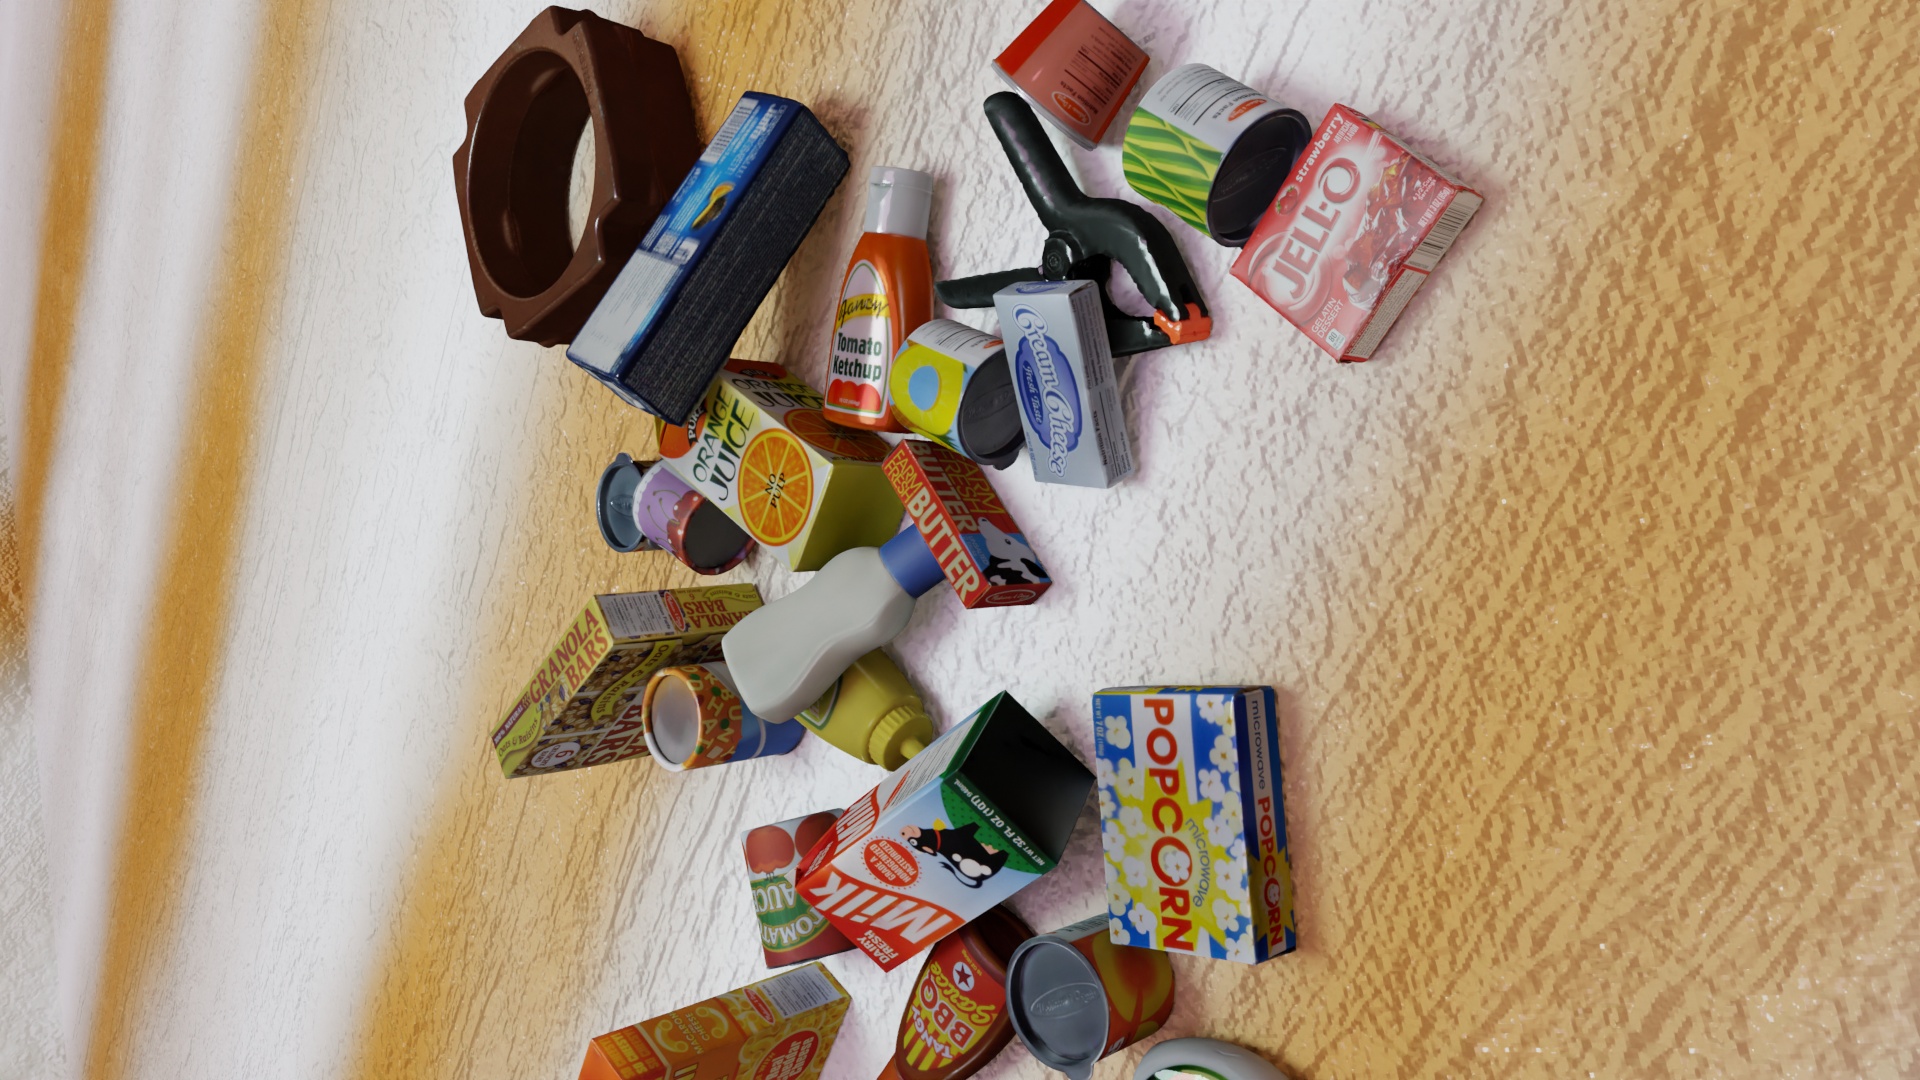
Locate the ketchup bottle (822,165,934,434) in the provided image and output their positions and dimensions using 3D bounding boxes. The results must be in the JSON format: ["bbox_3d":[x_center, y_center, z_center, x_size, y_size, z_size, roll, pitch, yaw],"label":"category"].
[{"bbox_3d":[-0.042,-0.138,0.803,0.065,0.043,0.148,15,101,40],"label":"ketchup bottle"}]

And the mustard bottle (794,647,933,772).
[{"bbox_3d":[-0.062,0.093,0.824,0.160,0.049,0.065,34,111,37],"label":"mustard bottle"}]

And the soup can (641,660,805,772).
[{"bbox_3d":[-0.149,0.107,0.883,0.071,0.084,0.071,1,92,43],"label":"soup can"}]

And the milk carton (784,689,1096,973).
[{"bbox_3d":[-0.021,0.168,0.756,0.072,0.074,0.189,45,126,-6],"label":"milk carton"}]

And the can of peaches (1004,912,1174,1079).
[{"bbox_3d":[0.066,0.229,0.702,0.071,0.058,0.071,2,93,43],"label":"can of peaches"}]

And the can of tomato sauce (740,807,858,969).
[{"bbox_3d":[-0.095,0.211,0.845,0.071,0.071,0.083,-24,75,41],"label":"can of tomato sauce"}]

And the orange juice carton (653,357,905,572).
[{"bbox_3d":[-0.120,-0.059,0.859,0.193,0.072,0.072,37,115,36],"label":"orange juice carton"}]

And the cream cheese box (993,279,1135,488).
[{"bbox_3d":[0.053,-0.079,0.702,0.053,0.024,0.103,8,119,46],"label":"cream cheese box"}]

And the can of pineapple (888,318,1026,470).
[{"bbox_3d":[0.003,-0.079,0.746,0.058,0.071,0.070,28,110,40],"label":"can of pineapple"}]

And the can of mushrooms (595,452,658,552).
[{"bbox_3d":[-0.227,-0.027,0.987,0.071,0.033,0.071,2,93,44],"label":"can of mushrooms"}]

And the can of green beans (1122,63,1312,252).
[{"bbox_3d":[0.117,-0.177,0.636,0.058,0.071,0.071,42,119,35],"label":"can of green beans"}]

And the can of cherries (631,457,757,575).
[{"bbox_3d":[-0.172,-0.016,0.914,0.058,0.071,0.071,30,112,37],"label":"can of cherries"}]

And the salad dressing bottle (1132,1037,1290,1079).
[{"bbox_3d":[0.149,0.275,0.635,0.147,0.044,0.064,6,95,43],"label":"salad dressing bottle"}]

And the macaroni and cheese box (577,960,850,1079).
[{"bbox_3d":[-0.156,0.334,0.840,0.040,0.167,0.123,36,116,36],"label":"macaroni and cheese box"}]

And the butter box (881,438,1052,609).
[{"bbox_3d":[0.003,-0.009,0.757,0.024,0.053,0.104,-48,61,31],"label":"butter box"}]

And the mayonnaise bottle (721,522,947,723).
[{"bbox_3d":[-0.064,0.040,0.791,0.148,0.041,0.065,-35,57,9],"label":"mayonnaise bottle"}]

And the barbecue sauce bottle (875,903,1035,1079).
[{"bbox_3d":[-0.006,0.273,0.781,0.065,0.044,0.148,46,121,31],"label":"barbecue sauce bottle"}]

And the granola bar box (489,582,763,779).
[{"bbox_3d":[-0.219,0.094,0.920,0.164,0.124,0.039,-46,62,34],"label":"granola bar box"}]

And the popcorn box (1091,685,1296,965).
[{"bbox_3d":[0.111,0.133,0.670,0.085,0.038,0.126,-6,87,43],"label":"popcorn box"}]

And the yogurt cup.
[{"bbox_3d":[0.057,-0.236,0.691,0.053,0.072,0.072,-49,59,19],"label":"yogurt cup"}]
